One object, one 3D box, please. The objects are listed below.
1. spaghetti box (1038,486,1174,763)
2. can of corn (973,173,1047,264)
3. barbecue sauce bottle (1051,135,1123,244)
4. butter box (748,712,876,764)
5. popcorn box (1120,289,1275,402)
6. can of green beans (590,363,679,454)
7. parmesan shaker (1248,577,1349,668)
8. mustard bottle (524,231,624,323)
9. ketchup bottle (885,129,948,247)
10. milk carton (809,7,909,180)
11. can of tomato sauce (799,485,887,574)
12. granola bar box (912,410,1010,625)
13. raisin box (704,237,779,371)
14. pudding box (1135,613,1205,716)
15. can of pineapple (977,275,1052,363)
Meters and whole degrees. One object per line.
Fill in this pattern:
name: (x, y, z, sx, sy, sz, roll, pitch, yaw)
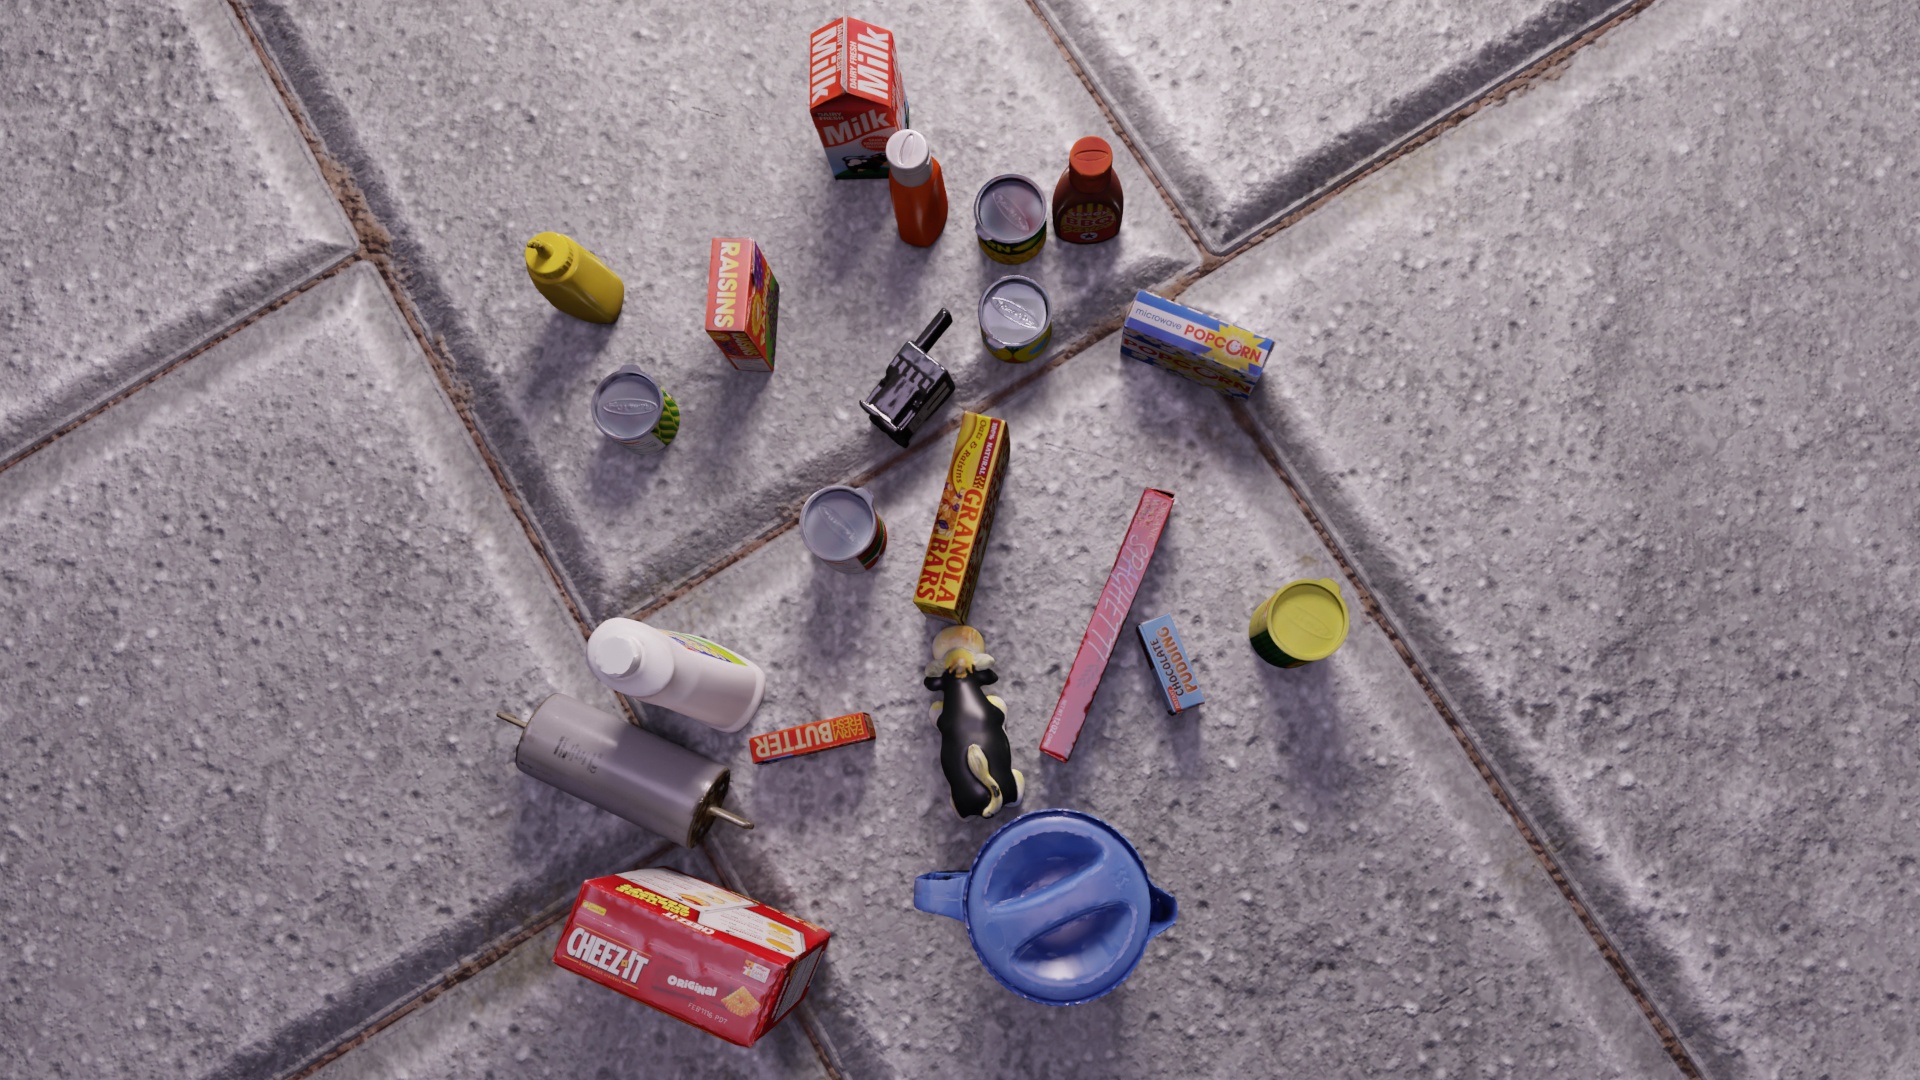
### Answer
spaghetti box: (0.127, 0.072, 1.204, 0.029, 0.050, 0.250, 22, 82, 7)
can of corn: (0.044, -0.290, 1.269, 0.071, 0.058, 0.071, -1, 80, 4)
barbecue sauce bottle: (0.113, -0.307, 1.222, 0.065, 0.148, 0.044, -2, 81, 3)
butter box: (-0.127, 0.171, 1.200, 0.103, 0.053, 0.024, -13, 80, 1)
popcorn box: (0.206, -0.171, 1.224, 0.127, 0.085, 0.038, 22, 83, 7)
can of green beans: (-0.293, -0.116, 1.259, 0.071, 0.057, 0.071, -1, 80, 4)
parmesan shaker: (0.285, 0.070, 1.167, 0.071, 0.103, 0.071, -1, 80, 4)
mustard bottle: (-0.348, -0.238, 1.232, 0.065, 0.160, 0.049, 13, 82, 6)
ketchup bottle: (-0.039, -0.315, 1.232, 0.043, 0.148, 0.065, 15, 82, 6)
milk carton: (-0.090, -0.390, 1.227, 0.073, 0.190, 0.072, -1, 81, 4)
can of tomato sauce: (-0.100, -0.010, 1.215, 0.071, 0.083, 0.071, -1, 80, 4)
granola bar box: (0.004, -0.015, 1.189, 0.039, 0.124, 0.165, 14, 81, 6)
raisin box: (-0.192, -0.208, 1.236, 0.040, 0.123, 0.086, 3, 81, 4)
pudding box: (0.179, 0.107, 1.194, 0.030, 0.049, 0.084, -21, 80, 0)
can of pineapple: (0.048, -0.197, 1.252, 0.071, 0.058, 0.071, -1, 80, 4)
